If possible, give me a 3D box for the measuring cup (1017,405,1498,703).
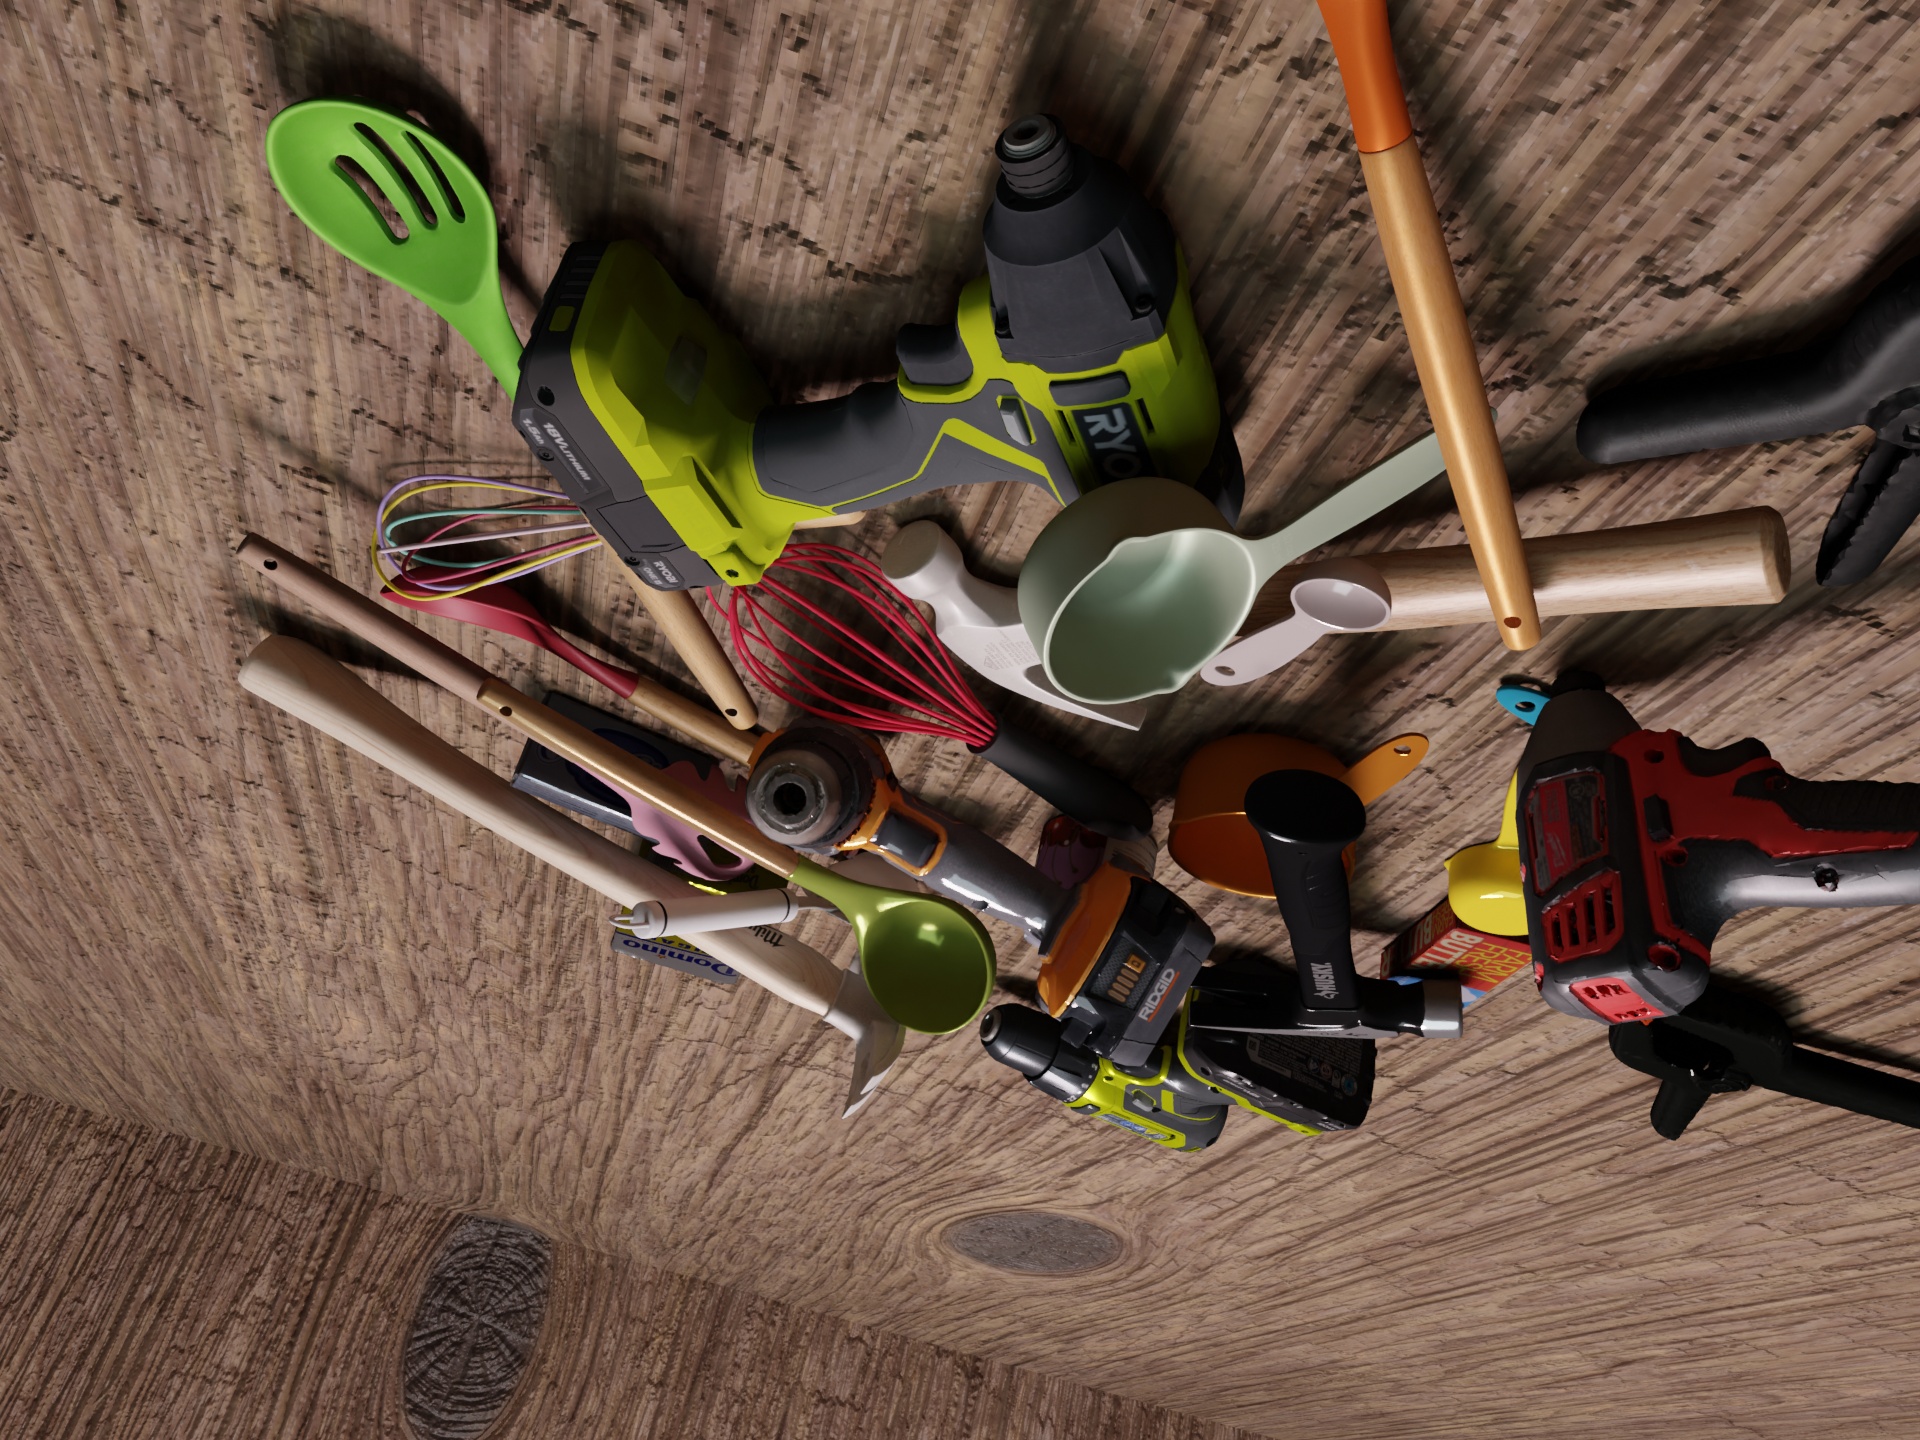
[{"bbox_3d":[0.094,-0.067,0.520,0.167,0.038,0.083,-30,142,0],"label":"measuring cup"}]

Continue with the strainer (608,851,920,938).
[{"bbox_3d":[-0.093,0.102,0.892,0.087,0.050,0.258,29,-164,34],"label":"strainer"}]

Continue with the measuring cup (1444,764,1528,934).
[{"bbox_3d":[0.267,0.062,0.759,0.062,0.029,0.156,6,151,14],"label":"measuring cup"}]

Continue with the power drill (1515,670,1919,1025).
[{"bbox_3d":[0.308,0.021,0.573,0.219,0.143,0.078,-22,139,37],"label":"power drill"}]

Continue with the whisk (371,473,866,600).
[{"bbox_3d":[-0.153,-0.082,0.686,0.245,0.047,0.051,-2,146,21],"label":"whisk"}]

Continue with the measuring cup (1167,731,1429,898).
[{"bbox_3d":[0.160,0.026,0.724,0.095,0.052,0.173,21,148,-12],"label":"measuring cup"}]

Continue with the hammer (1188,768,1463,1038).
[{"bbox_3d":[0.164,0.098,0.754,0.146,0.035,0.334,-1,156,16],"label":"hammer"}]

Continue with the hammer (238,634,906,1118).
[{"bbox_3d":[-0.209,0.077,0.876,0.410,0.146,0.038,31,108,-8],"label":"hammer"}]

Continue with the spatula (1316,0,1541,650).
[{"bbox_3d":[0.122,-0.134,0.441,0.081,0.041,0.322,-6,132,31],"label":"spatula"}]

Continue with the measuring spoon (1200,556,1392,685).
[{"bbox_3d":[0.119,-0.036,0.587,0.034,0.018,0.124,23,161,-10],"label":"measuring spoon"}]

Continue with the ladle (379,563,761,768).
[{"bbox_3d":[-0.150,-0.005,0.830,0.315,0.031,0.069,31,163,-30],"label":"ladle"}]

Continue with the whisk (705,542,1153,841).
[{"bbox_3d":[-0.001,-0.002,0.744,0.073,0.073,0.295,-15,146,40],"label":"whisk"}]

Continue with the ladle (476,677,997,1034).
[{"bbox_3d":[-0.107,0.071,0.816,0.320,0.062,0.078,34,116,-28],"label":"ladle"}]

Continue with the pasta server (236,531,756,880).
[{"bbox_3d":[-0.212,-0.001,0.791,0.316,0.060,0.040,36,179,-32],"label":"pasta server"}]

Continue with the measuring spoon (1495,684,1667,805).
[{"bbox_3d":[0.280,0.019,0.686,0.128,0.021,0.042,25,149,-20],"label":"measuring spoon"}]

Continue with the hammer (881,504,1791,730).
[{"bbox_3d":[0.132,-0.045,0.608,0.331,0.031,0.129,-3,149,37],"label":"hammer"}]

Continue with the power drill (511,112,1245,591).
[{"bbox_3d":[-0.029,-0.116,0.542,0.223,0.080,0.171,-4,147,22],"label":"power drill"}]

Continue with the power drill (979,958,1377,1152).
[{"bbox_3d":[0.138,0.222,1.046,0.190,0.080,0.228,27,151,-21],"label":"power drill"}]

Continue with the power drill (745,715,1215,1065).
[{"bbox_3d":[0.002,0.070,0.739,0.226,0.084,0.185,30,-179,1],"label":"power drill"}]

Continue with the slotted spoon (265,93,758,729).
[{"bbox_3d":[-0.153,-0.103,0.618,0.070,0.031,0.313,-9,135,21],"label":"slotted spoon"}]
